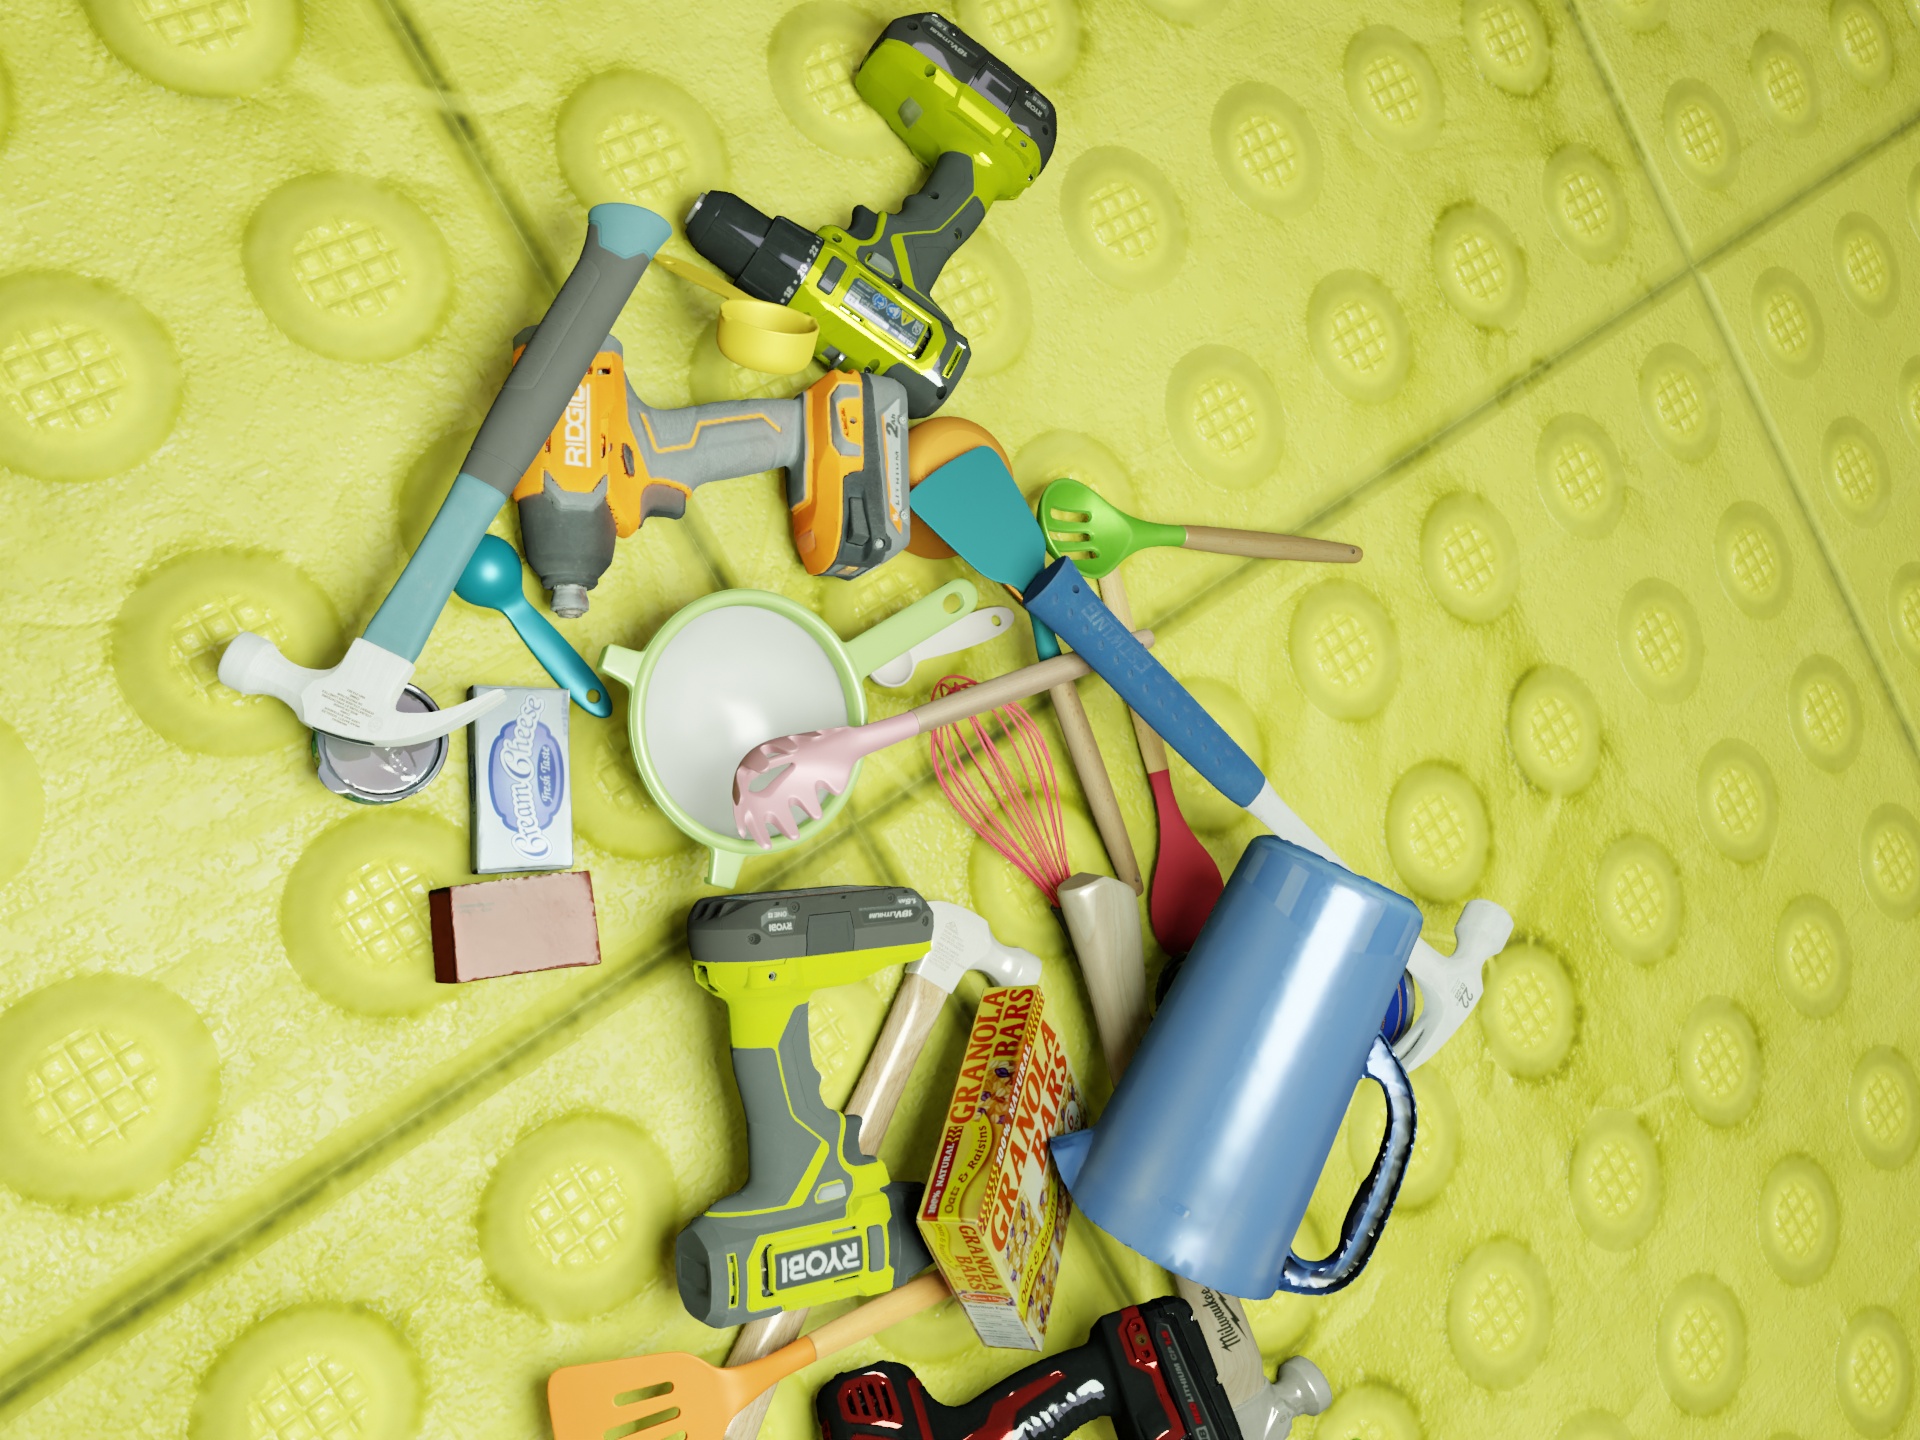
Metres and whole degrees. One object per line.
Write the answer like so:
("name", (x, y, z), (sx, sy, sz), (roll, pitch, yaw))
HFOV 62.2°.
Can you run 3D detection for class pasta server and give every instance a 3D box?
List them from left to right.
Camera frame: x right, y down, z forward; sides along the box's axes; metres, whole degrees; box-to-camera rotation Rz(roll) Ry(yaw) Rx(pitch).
("pasta server", (-0.001, -0.003, 0.935), (0.316, 0.040, 0.060), (-20, 129, -31))

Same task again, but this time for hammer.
("hammer", (-0.247, -0.136, 0.841), (0.128, 0.033, 0.331), (27, 77, -8))
("hammer", (-0.068, 0.258, 0.941), (0.130, 0.031, 0.331), (34, 69, -21))
("hammer", (0.125, 0.295, 1.009), (0.146, 0.038, 0.410), (-23, 101, -28))
("hammer", (0.188, 0.056, 0.995), (0.405, 0.035, 0.144), (44, 64, -14))

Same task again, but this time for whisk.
("whisk", (0.059, 0.099, 1.022), (0.073, 0.073, 0.295), (-34, 104, -28))

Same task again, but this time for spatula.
("spatula", (-0.070, 0.344, 0.897), (0.322, 0.041, 0.081), (-12, 81, -37))
("spatula", (0.059, -0.020, 1.022), (0.082, 0.044, 0.317), (-39, 118, -37))

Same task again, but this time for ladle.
("ladle", (0.129, 0.009, 1.090), (0.069, 0.031, 0.315), (-12, 86, -38))

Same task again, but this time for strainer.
("strainer", (-0.096, -0.022, 0.949), (0.256, 0.069, 0.151), (-33, 105, -34))

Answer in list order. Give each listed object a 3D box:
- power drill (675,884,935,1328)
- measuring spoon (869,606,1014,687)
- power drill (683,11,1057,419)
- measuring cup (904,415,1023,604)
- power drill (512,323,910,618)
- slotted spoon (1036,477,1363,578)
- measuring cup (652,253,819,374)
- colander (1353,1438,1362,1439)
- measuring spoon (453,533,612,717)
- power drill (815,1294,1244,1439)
("power drill", (-0.074, 0.207, 0.886), (0.171, 0.080, 0.223), (-1, 87, -33))
("measuring spoon", (-0.014, -0.050, 1.029), (0.124, 0.018, 0.034), (-23, 89, -36))
("power drill", (-0.052, -0.331, 1.014), (0.190, 0.080, 0.228), (32, 71, -18))
("measuring cup", (0.021, -0.124, 1.034), (0.173, 0.052, 0.095), (43, 65, -14))
("power drill", (-0.147, -0.137, 0.932), (0.226, 0.084, 0.164), (2, 82, -24))
("slotted spoon", (0.174, -0.126, 1.121), (0.313, 0.031, 0.070), (0, 74, -35))
("measuring cup", (-0.140, -0.239, 0.930), (0.062, 0.157, 0.029), (-10, 124, -39))
("colander", (0.136, 0.573, 0.984), (0.397, 0.094, 0.204), (-24, 94, -47))
("measuring spoon", (-0.238, -0.053, 0.900), (0.042, 0.021, 0.128), (-44, 103, -26))
("power drill", (0.044, 0.435, 0.888), (0.226, 0.080, 0.188), (-11, 53, -14))
